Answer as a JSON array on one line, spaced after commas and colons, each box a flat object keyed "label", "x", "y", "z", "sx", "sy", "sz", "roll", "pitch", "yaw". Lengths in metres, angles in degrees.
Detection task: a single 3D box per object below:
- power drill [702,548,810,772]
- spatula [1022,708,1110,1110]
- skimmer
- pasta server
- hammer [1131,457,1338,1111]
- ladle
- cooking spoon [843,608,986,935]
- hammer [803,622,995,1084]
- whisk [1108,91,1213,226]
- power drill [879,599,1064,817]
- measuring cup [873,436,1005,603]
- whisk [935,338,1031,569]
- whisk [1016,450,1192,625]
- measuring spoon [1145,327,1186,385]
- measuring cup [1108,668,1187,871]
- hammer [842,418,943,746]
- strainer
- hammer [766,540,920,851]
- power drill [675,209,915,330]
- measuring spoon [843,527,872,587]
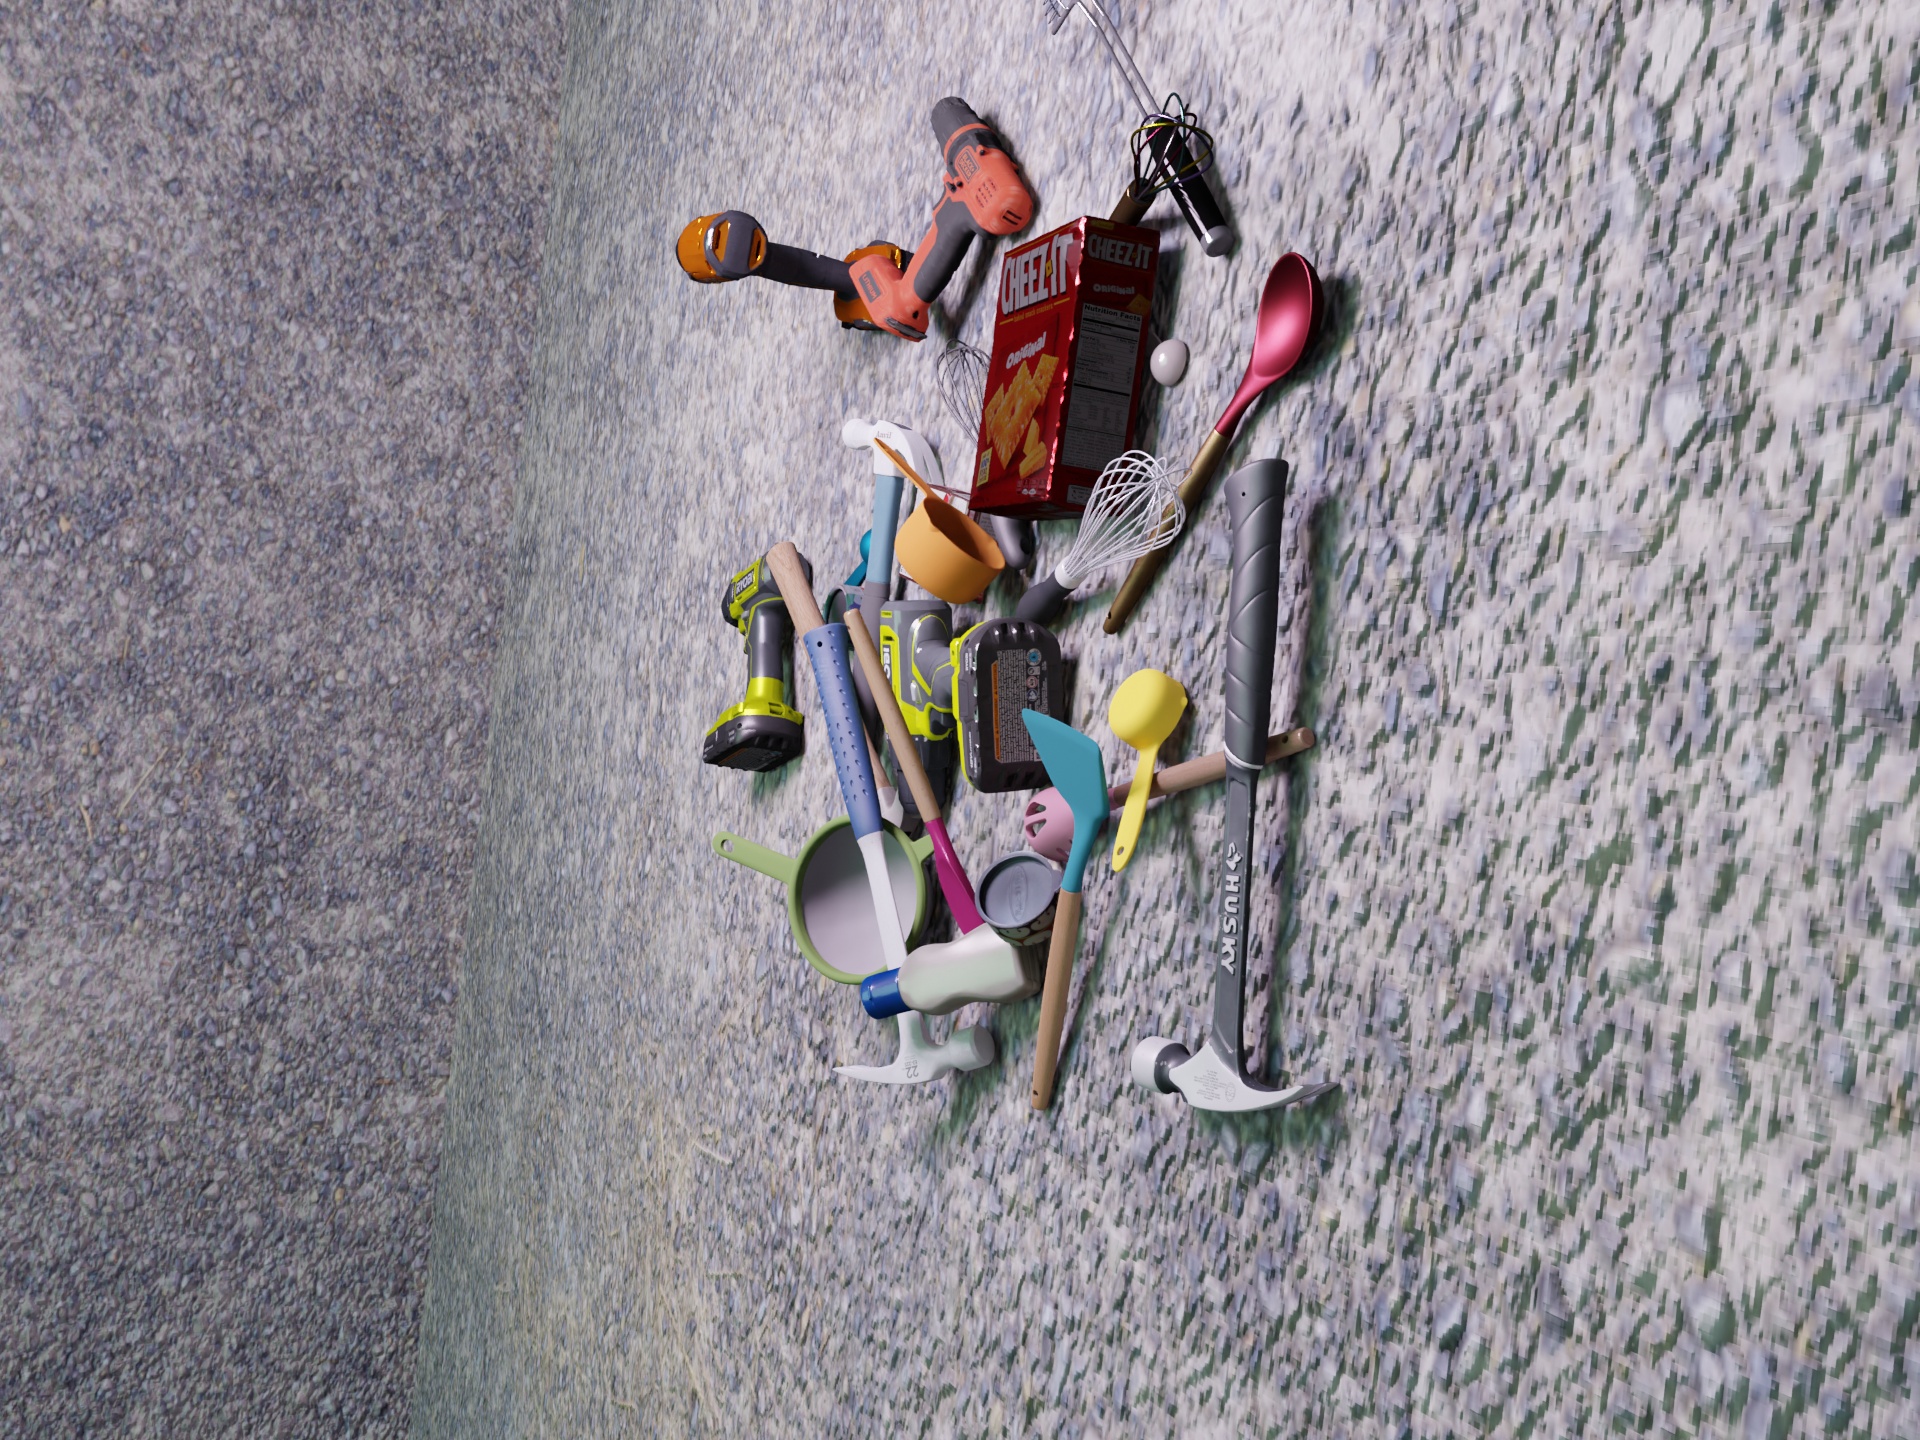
[{"label": "power drill", "x": -0.228, "y": -0.062, "z": 1.765, "sx": 0.171, "sy": 0.080, "sz": 0.223, "roll": -26, "pitch": 58, "yaw": 57}, {"label": "spatula", "x": 0.068, "y": 0.147, "z": 1.158, "sx": 0.082, "sy": 0.044, "sz": 0.317, "roll": 26, "pitch": 117, "yaw": 46}, {"label": "skimmer", "x": 0.149, "y": -0.488, "z": 1.204, "sx": 0.127, "sy": 0.090, "sz": 0.364, "roll": -46, "pitch": 56, "yaw": 44}, {"label": "pasta server", "x": 0.136, "y": 0.048, "z": 1.117, "sx": 0.316, "sy": 0.040, "sz": 0.060, "roll": -24, "pitch": 63, "yaw": 54}, {"label": "hammer", "x": 0.178, "y": 0.041, "z": 0.992, "sx": 0.149, "sy": 0.036, "sz": 0.409, "roll": 3, "pitch": 89, "yaw": 54}, {"label": "ladle", "x": 0.169, "y": -0.178, "z": 1.100, "sx": 0.315, "sy": 0.031, "sz": 0.069, "roll": -62, "pitch": 32, "yaw": 37}, {"label": "cooking spoon", "x": -0.031, "y": 0.057, "z": 1.306, "sx": 0.319, "sy": 0.017, "sz": 0.069, "roll": 68, "pitch": 161, "yaw": 1}, {"label": "hammer", "x": -0.081, "y": 0.112, "z": 1.367, "sx": 0.144, "sy": 0.035, "sz": 0.406, "roll": -23, "pitch": 71, "yaw": 29}, {"label": "whisk", "x": 0.129, "y": -0.380, "z": 1.119, "sx": 0.245, "sy": 0.047, "sz": 0.051, "roll": -159, "pitch": 48, "yaw": -85}, {"label": "power drill", "x": -0.002, "y": -0.004, "z": 1.325, "sx": 0.229, "sy": 0.080, "sz": 0.190, "roll": -170, "pitch": 77, "yaw": -64}, {"label": "measuring cup", "x": -0.036, "y": -0.167, "z": 1.335, "sx": 0.052, "sy": 0.095, "sz": 0.174, "roll": -50, "pitch": 63, "yaw": 21}, {"label": "whisk", "x": 0.023, "y": -0.230, "z": 1.361, "sx": 0.055, "sy": 0.055, "sz": 0.239, "roll": -47, "pitch": 49, "yaw": 48}, {"label": "whisk", "x": 0.093, "y": -0.121, "z": 1.171, "sx": 0.284, "sy": 0.070, "sz": 0.070, "roll": 137, "pitch": 134, "yaw": -66}, {"label": "measuring spoon", "x": 0.134, "y": -0.287, "z": 1.197, "sx": 0.124, "sy": 0.018, "sz": 0.034, "roll": 57, "pitch": 133, "yaw": 51}, {"label": "measuring cup", "x": 0.116, "y": 0.031, "z": 1.092, "sx": 0.062, "sy": 0.029, "sz": 0.157, "roll": -27, "pitch": 38, "yaw": 49}, {"label": "hammer", "x": -0.081, "y": -0.119, "z": 1.524, "sx": 0.128, "sy": 0.033, "sz": 0.331, "roll": 16, "pitch": 102, "yaw": 47}, {"label": "strainer", "x": -0.118, "y": 0.147, "z": 1.451, "sx": 0.256, "sy": 0.069, "sz": 0.151, "roll": 17, "pitch": 93, "yaw": 36}, {"label": "hammer", "x": -0.117, "y": -0.030, "z": 1.515, "sx": 0.130, "sy": 0.031, "sz": 0.332, "roll": -42, "pitch": 62, "yaw": 39}, {"label": "power drill", "x": -0.166, "y": -0.444, "z": 1.566, "sx": 0.164, "sy": 0.226, "sz": 0.084, "roll": 25, "pitch": 106, "yaw": 61}, {"label": "measuring spoon", "x": -0.109, "y": -0.151, "z": 1.613, "sx": 0.128, "sy": 0.021, "sz": 0.042, "roll": -47, "pitch": 44, "yaw": 46}]
